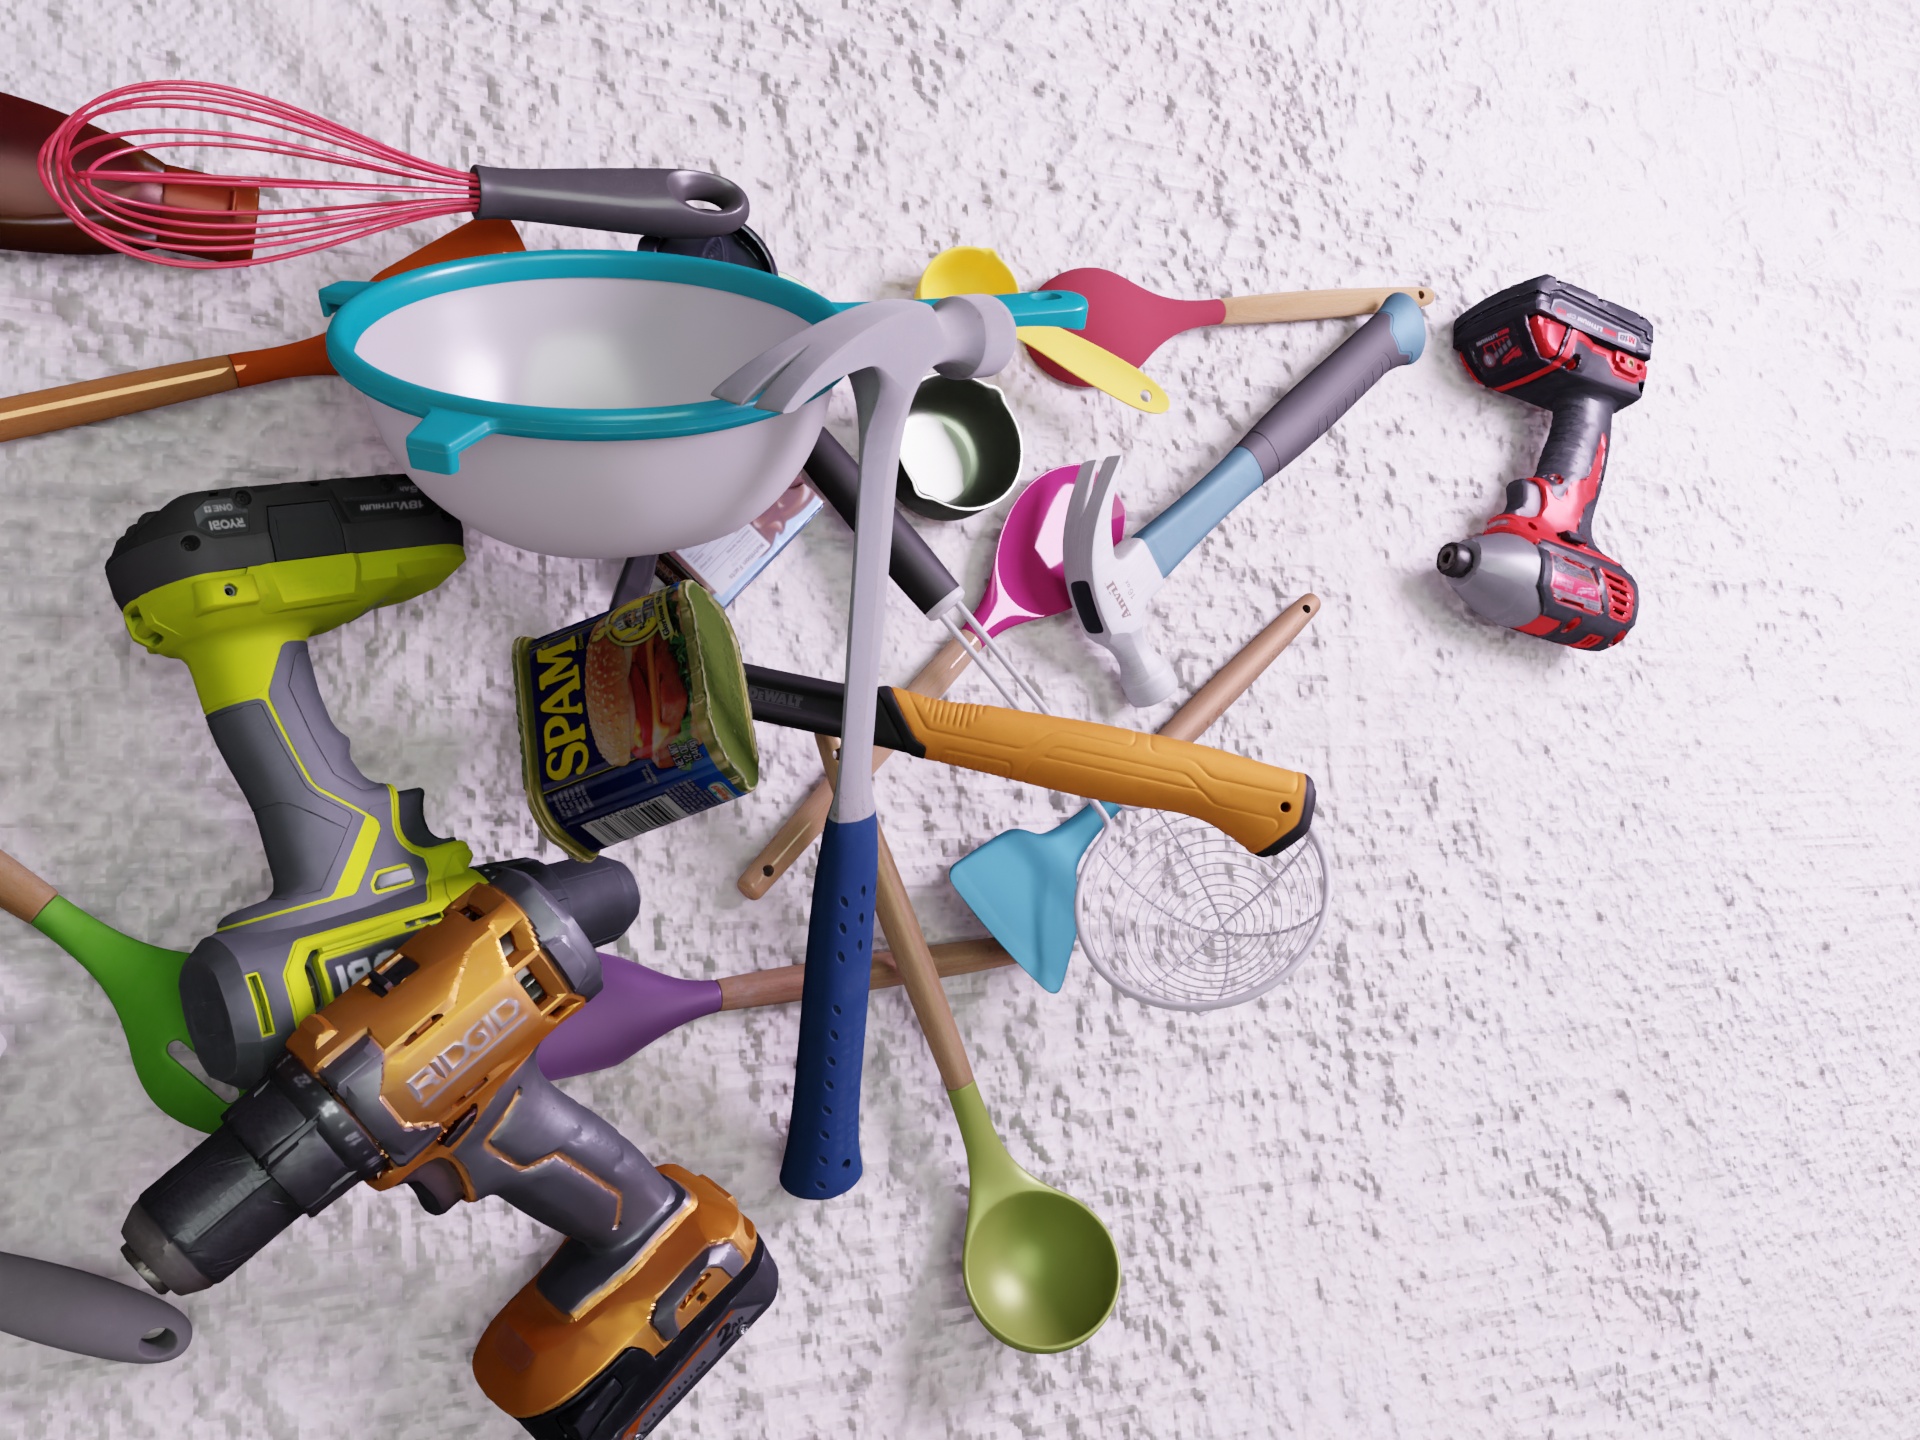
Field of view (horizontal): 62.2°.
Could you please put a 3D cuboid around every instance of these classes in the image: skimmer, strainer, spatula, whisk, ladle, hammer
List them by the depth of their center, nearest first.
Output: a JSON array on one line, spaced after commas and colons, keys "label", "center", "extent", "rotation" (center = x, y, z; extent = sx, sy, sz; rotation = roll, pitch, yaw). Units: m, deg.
[{"label": "whisk", "center": [-0.384, 0.186, 0.565], "extent": [0.238, 0.055, 0.055], "rotation": [38, 65, -35]}, {"label": "hammer", "center": [-0.050, 0.030, 0.670], "extent": [0.144, 0.035, 0.405], "rotation": [-23, 126, -50]}, {"label": "spatula", "center": [-0.336, -0.147, 0.680], "extent": [0.322, 0.041, 0.081], "rotation": [-21, 97, -27]}, {"label": "whisk", "center": [-0.230, -0.231, 0.688], "extent": [0.295, 0.073, 0.073], "rotation": [-7, 83, -29]}, {"label": "strainer", "center": [-0.094, -0.136, 0.700], "extent": [0.340, 0.211, 0.095], "rotation": [-11, 125, -27]}, {"label": "hammer", "center": [-0.001, -0.002, 0.735], "extent": [0.337, 0.034, 0.127], "rotation": [13, 92, 1]}, {"label": "spatula", "center": [-0.093, 0.126, 0.762], "extent": [0.315, 0.018, 0.060], "rotation": [-4, 77, -27]}, {"label": "ladle", "center": [-0.005, 0.152, 0.764], "extent": [0.078, 0.062, 0.320], "rotation": [-22, 95, -22]}, {"label": "skimmer", "center": [0.034, -0.016, 0.782], "extent": [0.127, 0.090, 0.363], "rotation": [-39, 88, -6]}, {"label": "spatula", "center": [0.113, 0.019, 0.873], "extent": [0.082, 0.044, 0.317], "rotation": [49, 62, -2]}, {"label": "hammer", "center": [0.177, -0.155, 0.934], "extent": [0.331, 0.033, 0.128], "rotation": [-42, 113, -28]}, {"label": "ladle", "center": [0.176, -0.249, 0.969], "extent": [0.315, 0.031, 0.069], "rotation": [-13, 92, -30]}]

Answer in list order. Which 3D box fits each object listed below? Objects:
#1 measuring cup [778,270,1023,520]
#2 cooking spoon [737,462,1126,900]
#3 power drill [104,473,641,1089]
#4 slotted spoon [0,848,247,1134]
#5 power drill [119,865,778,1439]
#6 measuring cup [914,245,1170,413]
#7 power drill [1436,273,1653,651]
[{"label": "measuring cup", "center": [-0.042, -0.171, 0.837], "extent": [0.167, 0.038, 0.083], "rotation": [40, 65, -13]}, {"label": "cooking spoon", "center": [-0.010, -0.026, 0.834], "extent": [0.068, 0.017, 0.319], "rotation": [48, 63, -13]}, {"label": "power drill", "center": [-0.242, 0.019, 0.668], "extent": [0.190, 0.080, 0.228], "rotation": [-16, 88, -44]}, {"label": "slotted spoon", "center": [-0.384, 0.060, 0.624], "extent": [0.313, 0.031, 0.070], "rotation": [40, 68, -13]}, {"label": "power drill", "center": [-0.188, 0.196, 0.621], "extent": [0.185, 0.084, 0.226], "rotation": [-42, 123, -27]}, {"label": "measuring cup", "center": [0.045, -0.207, 0.883], "extent": [0.156, 0.029, 0.062], "rotation": [26, 78, -14]}, {"label": "power drill", "center": [0.372, -0.163, 1.025], "extent": [0.143, 0.078, 0.220], "rotation": [13, 77, -24]}]
